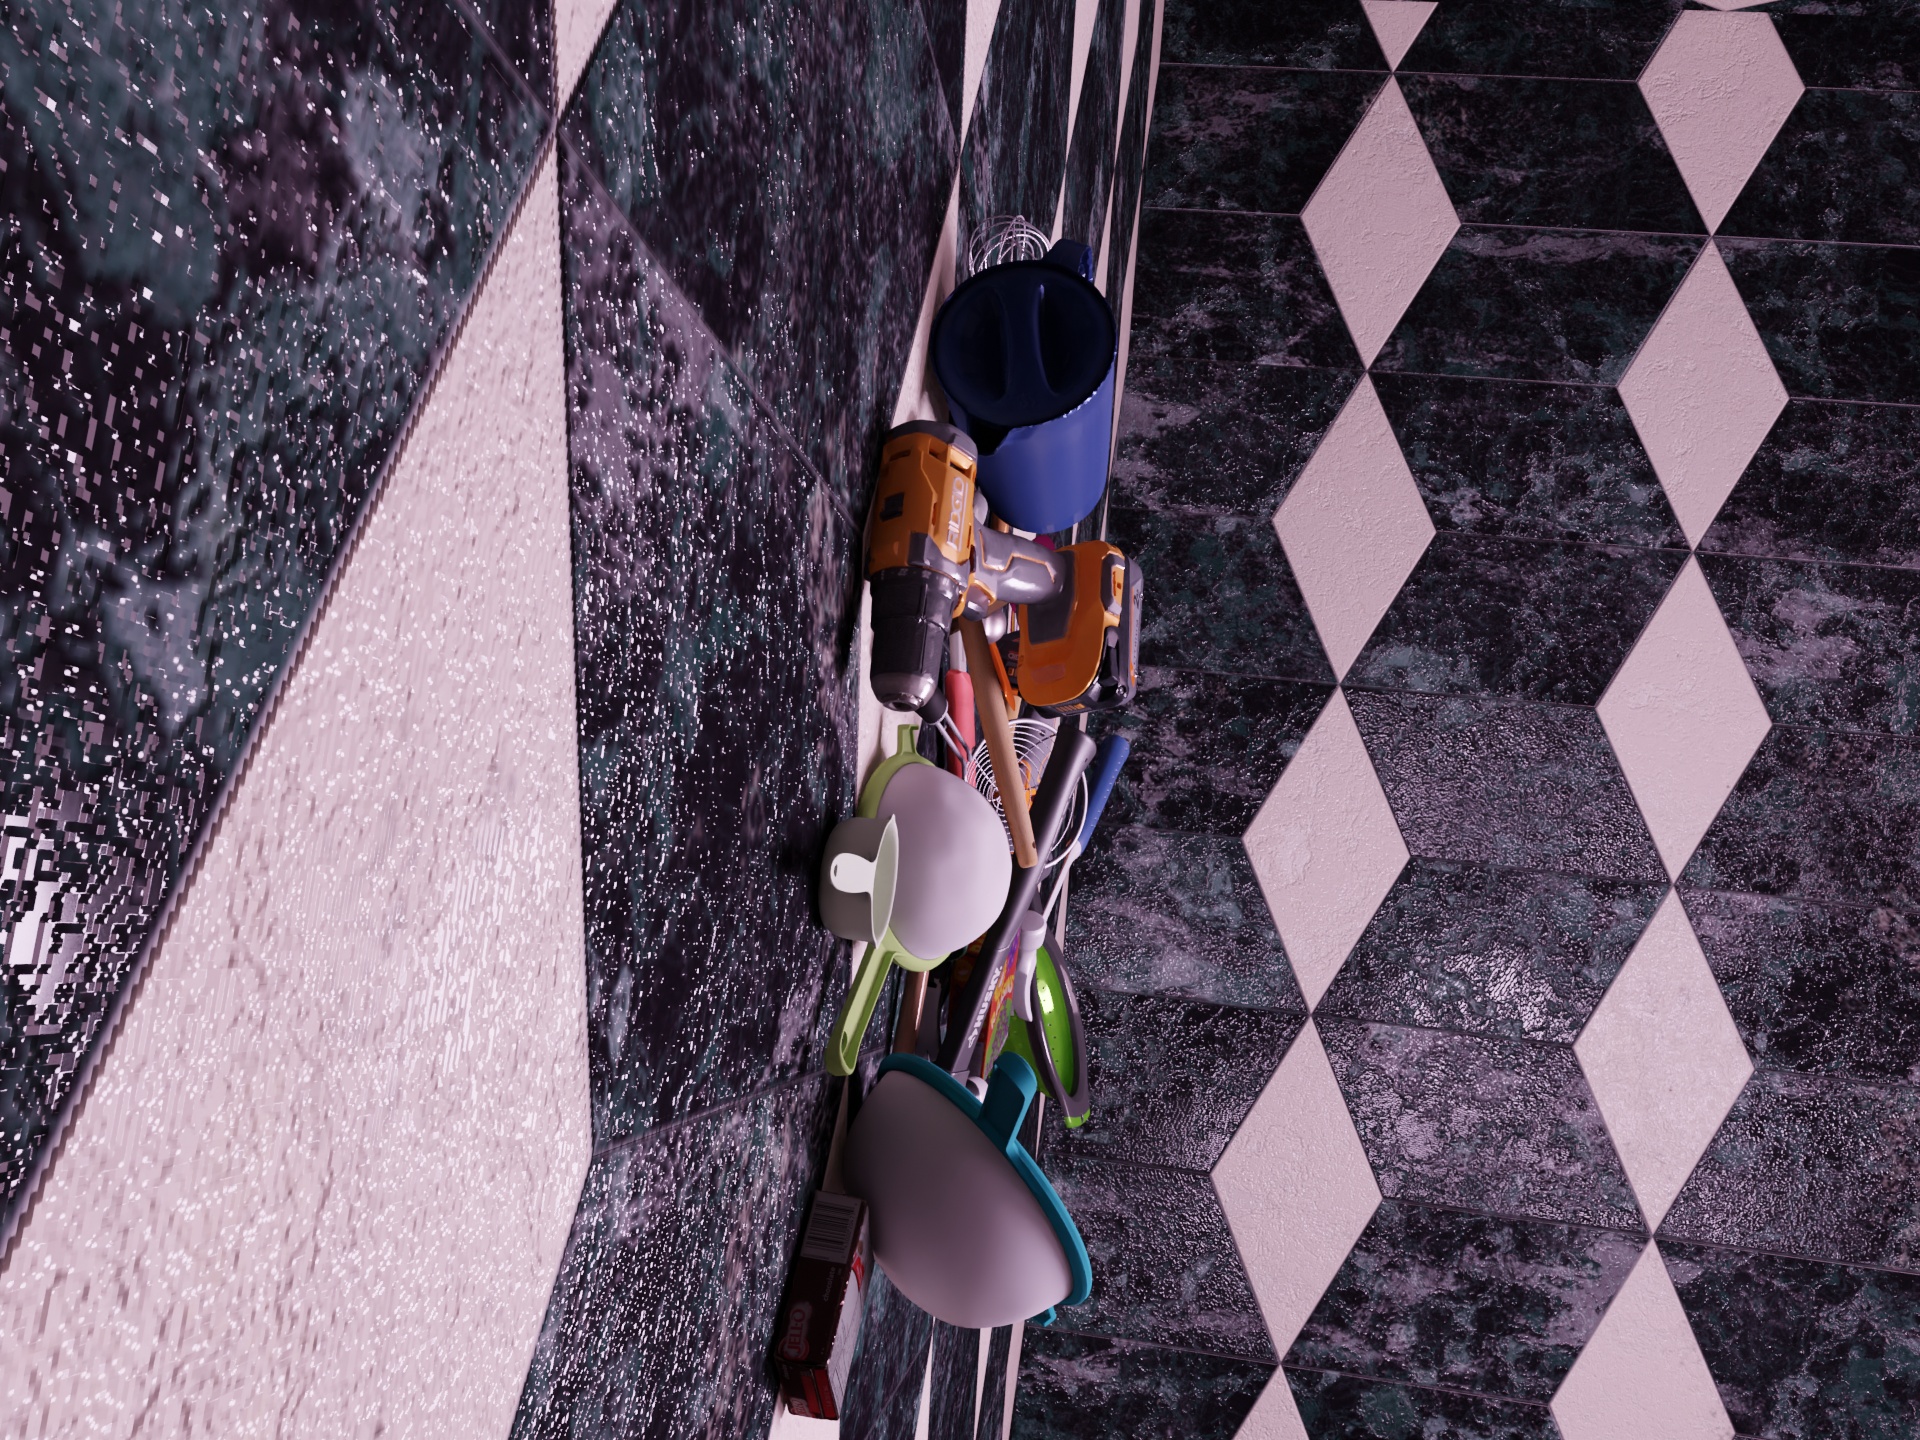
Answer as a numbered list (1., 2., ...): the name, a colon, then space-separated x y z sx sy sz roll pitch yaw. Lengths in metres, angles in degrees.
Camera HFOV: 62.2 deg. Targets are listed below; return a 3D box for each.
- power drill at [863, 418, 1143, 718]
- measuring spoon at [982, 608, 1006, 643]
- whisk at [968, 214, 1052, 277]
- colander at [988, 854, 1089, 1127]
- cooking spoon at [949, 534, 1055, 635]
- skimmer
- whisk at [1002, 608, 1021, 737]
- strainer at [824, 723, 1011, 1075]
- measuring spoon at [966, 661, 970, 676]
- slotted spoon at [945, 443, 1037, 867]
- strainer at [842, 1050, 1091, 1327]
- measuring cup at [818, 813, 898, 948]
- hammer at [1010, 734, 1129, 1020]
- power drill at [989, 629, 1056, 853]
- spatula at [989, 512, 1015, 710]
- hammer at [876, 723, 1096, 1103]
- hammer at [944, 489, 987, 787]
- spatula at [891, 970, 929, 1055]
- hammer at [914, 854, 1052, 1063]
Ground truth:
1. power drill: 0.025 -0.069 1.043 0.226 0.084 0.185 27 61 -44
2. measuring spoon: 0.021 -0.071 1.261 0.124 0.018 0.034 -44 138 -76
3. whisk: 0.033 -0.296 1.333 0.284 0.070 0.070 94 6 -49
4. colander: 0.052 0.254 1.758 0.204 0.094 0.397 26 52 -72
5. cooking spoon: 0.030 -0.096 1.239 0.319 0.017 0.068 -35 137 -66
6. skimmer: 0.022 0.018 1.198 0.363 0.090 0.127 56 50 -66
7. whisk: 0.067 -0.066 1.747 0.051 0.047 0.245 81 20 -64
8. strainer: -0.021 0.127 1.044 0.151 0.069 0.257 64 31 -32
9. measuring spoon: 0.016 -0.064 1.459 0.128 0.021 0.042 80 18 -58
10. slotted spoon: 0.010 -0.051 1.106 0.070 0.031 0.314 -13 89 -67
11. strainer: -0.010 0.305 1.029 0.095 0.211 0.340 -36 158 -24
12. measuring cup: -0.070 0.090 0.929 0.167 0.038 0.083 42 54 -77
13. hammer: 0.114 0.146 1.677 0.406 0.035 0.144 -60 161 -52
14. power drill: 0.064 0.027 1.627 0.164 0.084 0.226 -22 123 -62
15. spatula: 0.046 -0.171 1.531 0.081 0.041 0.323 48 47 -78
16. hammer: 0.031 0.162 1.240 0.146 0.035 0.335 13 98 -62
17. hammer: -0.002 -0.004 1.331 0.149 0.037 0.358 -74 166 -51
18. spatula: -0.034 0.197 1.278 0.059 0.018 0.316 27 67 -43
19. hammer: 0.029 0.202 1.533 0.409 0.036 0.149 -38 135 -69
